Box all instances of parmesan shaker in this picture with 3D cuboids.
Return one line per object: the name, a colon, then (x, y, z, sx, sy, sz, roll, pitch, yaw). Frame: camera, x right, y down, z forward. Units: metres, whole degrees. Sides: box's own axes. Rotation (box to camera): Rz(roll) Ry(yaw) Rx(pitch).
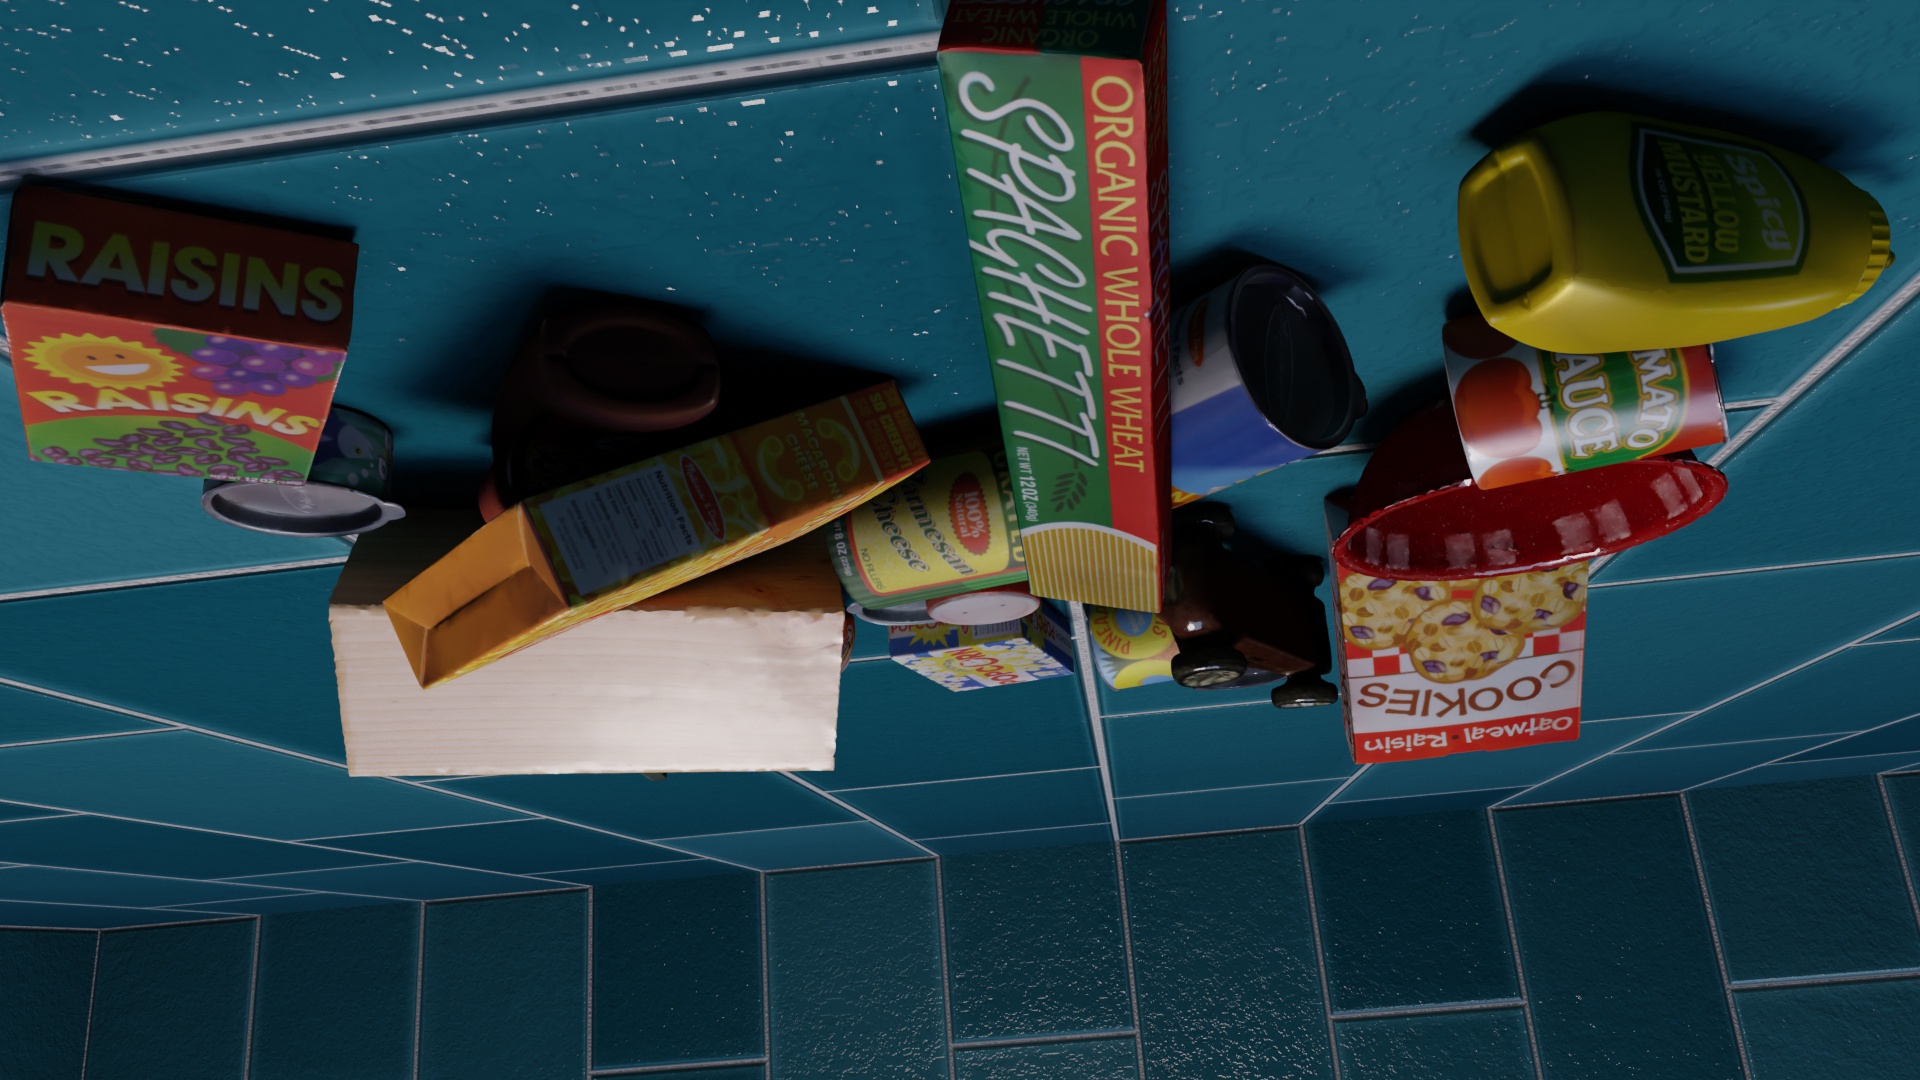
parmesan shaker: (0.002, -0.007, 0.595, 0.103, 0.071, 0.071, -12, 161, 22)

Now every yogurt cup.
yogurt cup: (0.009, 0.009, 0.678, 0.072, 0.054, 0.072, -4, 161, -1)

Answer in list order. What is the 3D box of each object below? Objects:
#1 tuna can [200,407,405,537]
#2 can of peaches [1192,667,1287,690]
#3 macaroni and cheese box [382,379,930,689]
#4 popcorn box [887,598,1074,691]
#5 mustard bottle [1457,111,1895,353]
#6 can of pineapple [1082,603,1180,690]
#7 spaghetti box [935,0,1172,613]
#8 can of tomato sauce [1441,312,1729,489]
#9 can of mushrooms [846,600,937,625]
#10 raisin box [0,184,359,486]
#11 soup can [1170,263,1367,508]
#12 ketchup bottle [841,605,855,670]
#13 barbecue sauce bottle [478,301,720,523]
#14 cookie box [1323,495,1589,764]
tuna can: (-0.252, -0.026, 0.536, 0.071, 0.033, 0.071, -4, 162, -1)
can of peaches: (0.171, 0.059, 0.872, 0.071, 0.058, 0.071, -4, 163, -1)
macaroni and cheese box: (-0.110, -0.003, 0.517, 0.167, 0.040, 0.123, -25, -179, -44)
popcorn box: (0.015, 0.062, 0.873, 0.085, 0.038, 0.126, -9, 162, 16)
mustard bottle: (0.225, -0.090, 0.413, 0.160, 0.065, 0.048, -4, 168, -22)
can of pineapple: (0.112, 0.051, 0.817, 0.058, 0.071, 0.071, -13, 160, 24)
spaghetti box: (0.036, -0.053, 0.411, 0.050, 0.029, 0.248, 7, 149, 13)
can of tomato sauce: (0.222, -0.058, 0.498, 0.083, 0.071, 0.071, -13, 160, 26)
can of mushrooms: (-0.027, 0.022, 0.743, 0.071, 0.033, 0.071, -4, 163, -1)
raisin box: (-0.240, -0.058, 0.431, 0.086, 0.040, 0.123, 6, 161, -29)
soup can: (0.088, -0.049, 0.491, 0.071, 0.071, 0.083, 10, 158, -37)
ketchup bottle: (-0.087, 0.062, 0.804, 0.043, 0.065, 0.148, 36, 176, 3)
barbecue sauce bottle: (-0.143, -0.038, 0.510, 0.065, 0.044, 0.148, -1, 163, -32)
cookie box: (0.264, 0.046, 0.740, 0.123, 0.040, 0.166, -8, 128, 11)
